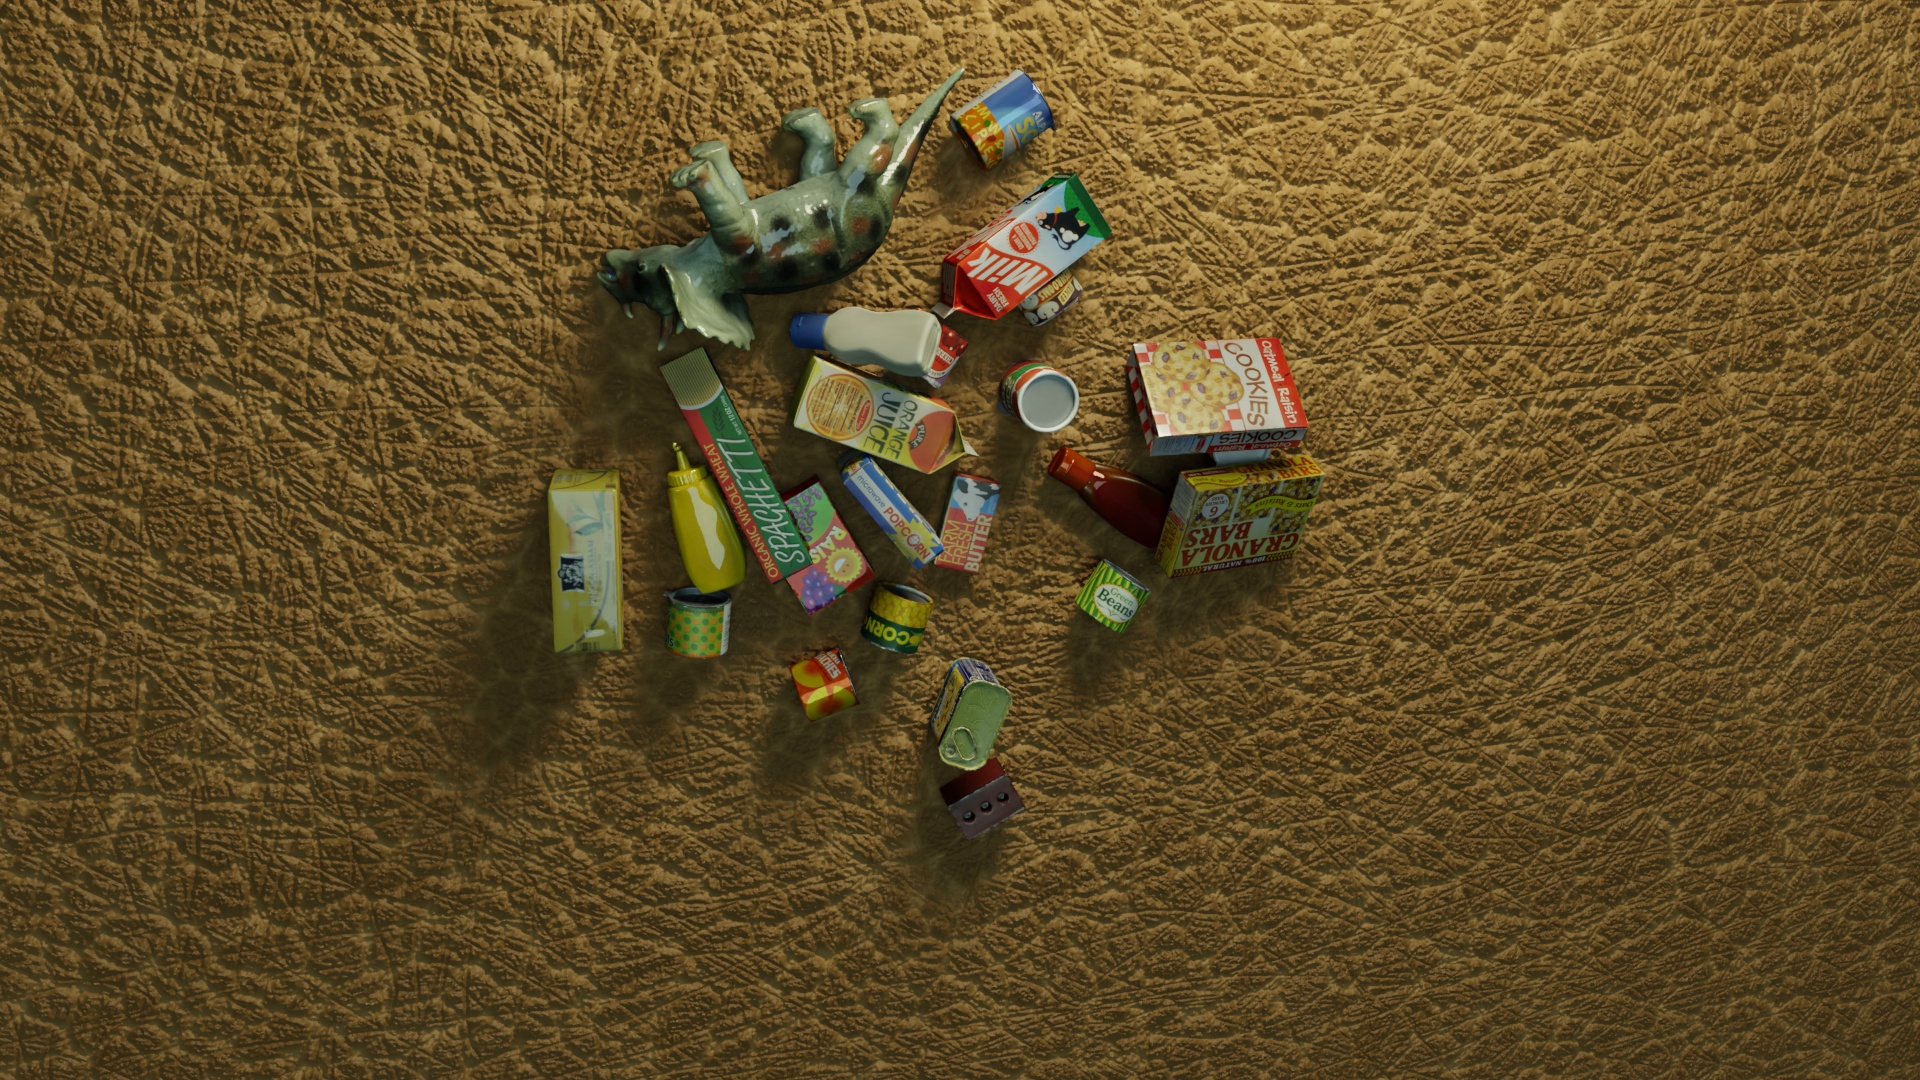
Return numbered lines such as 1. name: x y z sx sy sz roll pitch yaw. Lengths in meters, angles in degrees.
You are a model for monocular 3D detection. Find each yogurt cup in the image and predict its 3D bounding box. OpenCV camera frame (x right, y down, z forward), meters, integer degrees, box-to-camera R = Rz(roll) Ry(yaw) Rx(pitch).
1. yogurt cup: 0.301 -0.109 1.527 0.072 0.054 0.072 -3 106 -11

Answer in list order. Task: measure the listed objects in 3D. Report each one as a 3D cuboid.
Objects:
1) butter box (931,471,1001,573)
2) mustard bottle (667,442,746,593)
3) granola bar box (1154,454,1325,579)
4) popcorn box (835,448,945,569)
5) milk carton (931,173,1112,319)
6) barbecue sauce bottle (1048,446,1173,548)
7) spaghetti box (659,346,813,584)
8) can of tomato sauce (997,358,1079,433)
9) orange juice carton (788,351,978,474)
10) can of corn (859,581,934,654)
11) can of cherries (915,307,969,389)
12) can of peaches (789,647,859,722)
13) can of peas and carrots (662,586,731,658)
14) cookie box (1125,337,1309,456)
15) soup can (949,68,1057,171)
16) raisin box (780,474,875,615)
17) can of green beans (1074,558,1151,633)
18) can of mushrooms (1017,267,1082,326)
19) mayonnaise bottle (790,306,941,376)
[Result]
1. butter box: 0.005 -0.019 1.504 0.053 0.024 0.103 11 102 -14
2. mustard bottle: -0.267 -0.028 1.430 0.065 0.049 0.159 -17 107 -8
3. granola bar box: 0.305 -0.026 1.518 0.166 0.039 0.123 -8 132 -22
4. popcorn box: -0.074 -0.036 1.449 0.038 0.085 0.126 -39 110 2
5. milk carton: 0.052 -0.288 1.416 0.190 0.072 0.073 -37 110 0
6. barbecue sauce bottle: 0.166 -0.052 1.520 0.148 0.044 0.064 30 102 -17
7. spaghetti box: -0.225 -0.075 1.408 0.050 0.029 0.249 -27 95 -3
8. can of tomato sauce: 0.080 -0.151 1.453 0.071 0.083 0.071 -3 106 -12
9. orange juice carton: -0.074 -0.125 1.433 0.193 0.072 0.073 19 101 -16
10. can of corn: -0.068 0.083 1.491 0.071 0.071 0.058 17 100 -16
11. can of cherries: -0.032 -0.196 1.423 0.071 0.071 0.058 34 96 -18
12. can of peaches: -0.147 0.154 1.495 0.058 0.071 0.071 -21 108 -5
13. can of peas and carrots: -0.276 0.085 1.449 0.071 0.071 0.058 3 105 -13
14. cookie box: 0.272 -0.155 1.477 0.168 0.123 0.040 -4 149 -11
15. soup can: 0.042 -0.416 1.382 0.084 0.071 0.071 -35 109 0
16. raisin box: -0.157 0.006 1.468 0.086 0.040 0.123 -31 108 -3
17. can of green beans: 0.168 0.062 1.538 0.071 0.071 0.057 32 97 -18
18. can of mushrooms: 0.092 -0.254 1.435 0.071 0.071 0.033 -36 108 -1
19. mayonnaise bottle: -0.097 -0.203 1.387 0.148 0.041 0.065 10 71 20
